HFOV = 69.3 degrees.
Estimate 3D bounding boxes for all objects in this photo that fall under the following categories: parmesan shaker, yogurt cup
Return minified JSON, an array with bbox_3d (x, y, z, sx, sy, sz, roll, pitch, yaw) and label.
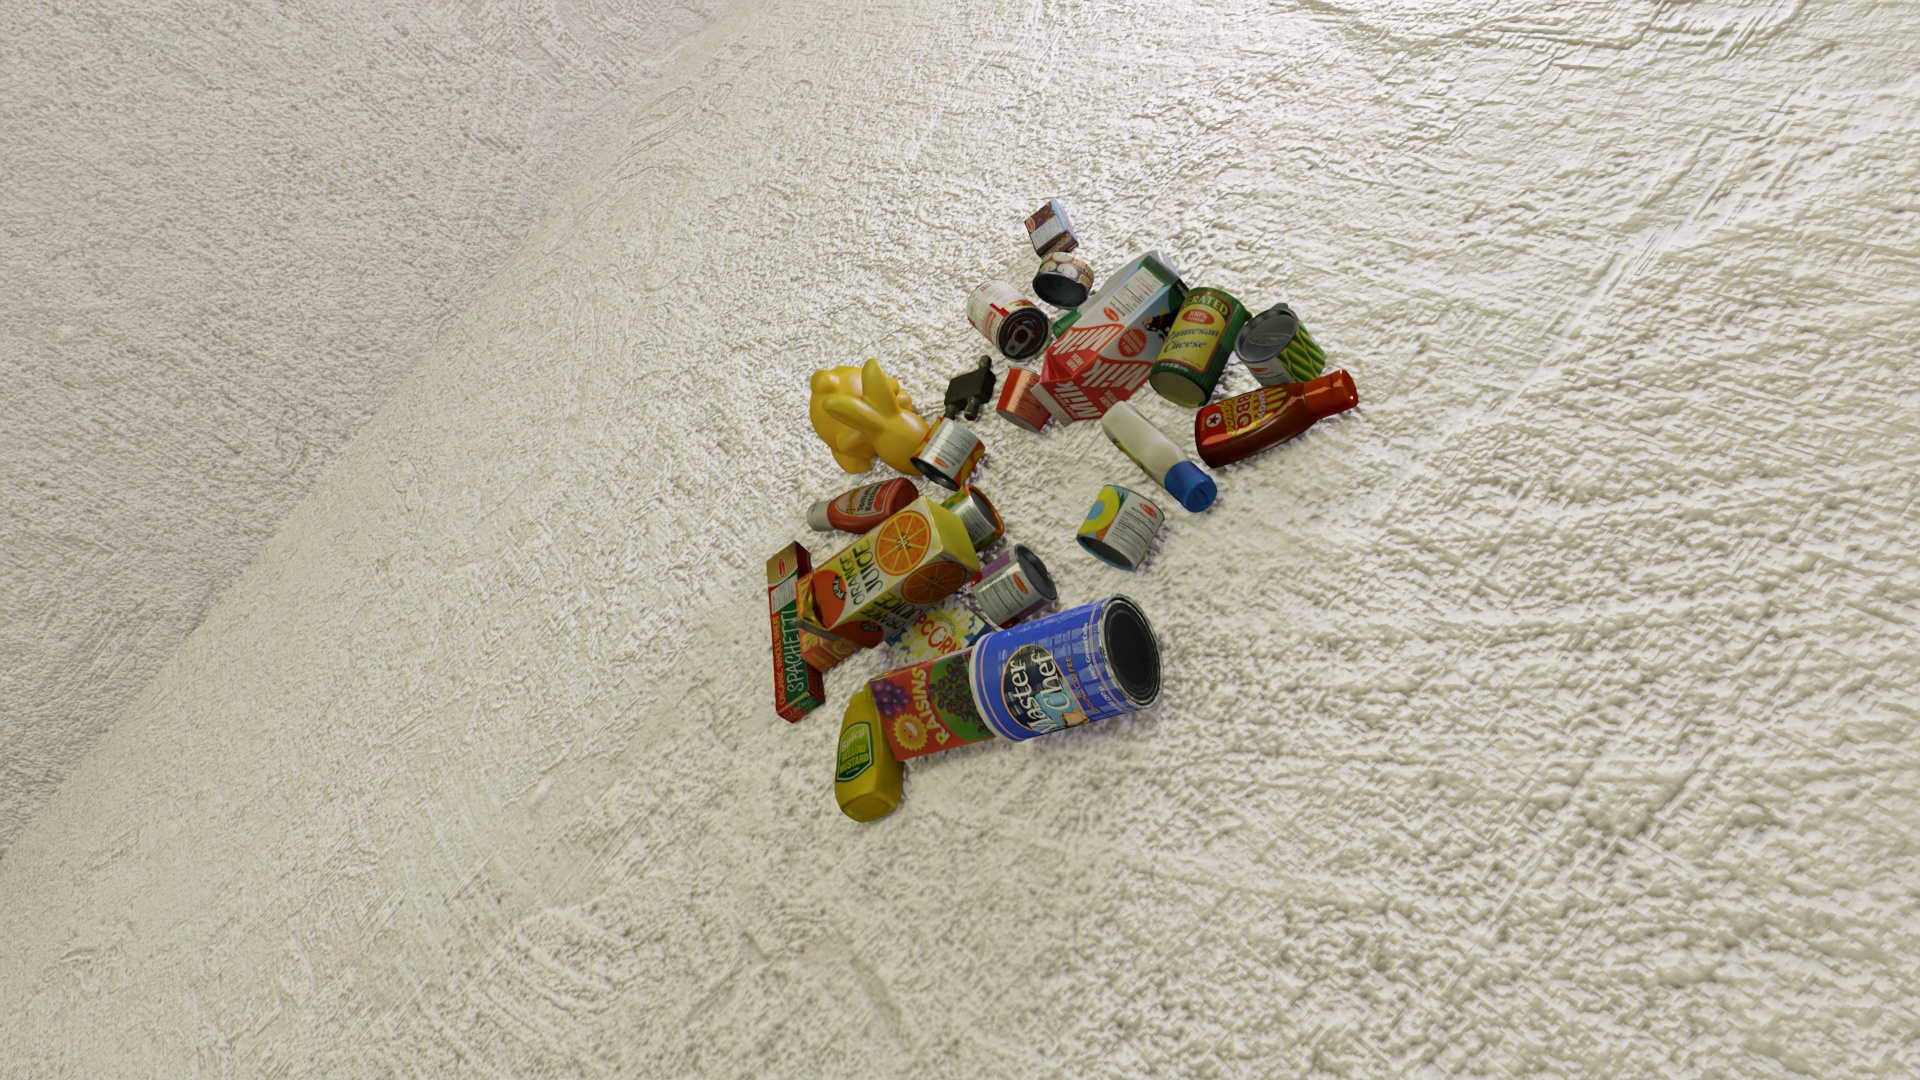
[{"bbox_3d":[0.239,-0.191,1.382,0.071,0.071,0.103,6,63,48],"label":"parmesan shaker"},{"bbox_3d":[0.074,-0.153,1.518,0.072,0.072,0.054,20,81,52],"label":"yogurt cup"}]

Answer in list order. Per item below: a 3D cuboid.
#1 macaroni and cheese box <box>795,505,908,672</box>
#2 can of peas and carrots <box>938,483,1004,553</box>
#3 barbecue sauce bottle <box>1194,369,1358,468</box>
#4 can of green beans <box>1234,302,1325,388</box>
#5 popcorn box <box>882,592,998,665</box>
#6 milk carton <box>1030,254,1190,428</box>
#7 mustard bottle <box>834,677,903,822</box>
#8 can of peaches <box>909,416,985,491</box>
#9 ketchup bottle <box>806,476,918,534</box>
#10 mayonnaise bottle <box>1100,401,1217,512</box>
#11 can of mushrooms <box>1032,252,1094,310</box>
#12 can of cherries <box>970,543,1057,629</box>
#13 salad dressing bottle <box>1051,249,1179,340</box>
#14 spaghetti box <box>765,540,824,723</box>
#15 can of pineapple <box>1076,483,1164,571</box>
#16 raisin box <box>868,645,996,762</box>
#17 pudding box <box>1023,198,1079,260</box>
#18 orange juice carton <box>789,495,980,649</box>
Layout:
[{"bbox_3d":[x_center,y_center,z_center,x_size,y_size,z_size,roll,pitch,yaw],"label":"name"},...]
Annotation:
[{"bbox_3d":[-0.104,0.054,1.531,0.166,0.040,0.124,-34,39,18],"label":"macaroni and cheese box"},{"bbox_3d":[0.005,-0.018,1.465,0.058,0.071,0.071,-36,38,16],"label":"can of peas and carrots"},{"bbox_3d":[0.290,-0.116,1.281,0.148,0.043,0.065,-19,45,33],"label":"barbecue sauce bottle"},{"bbox_3d":[0.302,-0.177,1.311,0.071,0.057,0.071,-27,42,27],"label":"can of green beans"},{"bbox_3d":[-0.020,0.098,1.407,0.085,0.038,0.127,-50,37,-1],"label":"popcorn box"},{"bbox_3d":[0.162,-0.202,1.464,0.190,0.072,0.074,-42,37,7],"label":"milk carton"},{"bbox_3d":[-0.092,0.200,1.381,0.065,0.048,0.161,-29,41,22],"label":"mustard bottle"},{"bbox_3d":[-0.014,-0.096,1.554,0.071,0.071,0.058,19,73,52],"label":"can of peaches"},{"bbox_3d":[-0.117,-0.035,1.621,0.148,0.043,0.065,-8,48,42],"label":"ketchup bottle"},{"bbox_3d":[0.192,-0.078,1.334,0.041,0.064,0.148,-43,40,5],"label":"mayonnaise bottle"},{"bbox_3d":[0.121,-0.298,1.596,0.071,0.071,0.033,-2,55,45],"label":"can of mushrooms"},{"bbox_3d":[0.053,0.045,1.362,0.058,0.071,0.072,-36,38,19],"label":"can of cherries"},{"bbox_3d":[0.170,-0.263,1.535,0.147,0.044,0.064,-31,42,24],"label":"salad dressing bottle"},{"bbox_3d":[-0.191,0.101,1.586,0.050,0.028,0.251,-34,39,18],"label":"spaghetti box"},{"bbox_3d":[0.150,-0.012,1.312,0.071,0.071,0.058,14,69,50],"label":"can of pineapple"},{"bbox_3d":[-0.019,0.155,1.318,0.123,0.086,0.040,-19,2,34],"label":"raisin box"},{"bbox_3d":[0.112,-0.379,1.707,0.049,0.030,0.084,-36,38,19],"label":"pudding box"},{"bbox_3d":[-0.081,0.045,1.410,0.192,0.071,0.073,-35,54,19],"label":"orange juice carton"}]
